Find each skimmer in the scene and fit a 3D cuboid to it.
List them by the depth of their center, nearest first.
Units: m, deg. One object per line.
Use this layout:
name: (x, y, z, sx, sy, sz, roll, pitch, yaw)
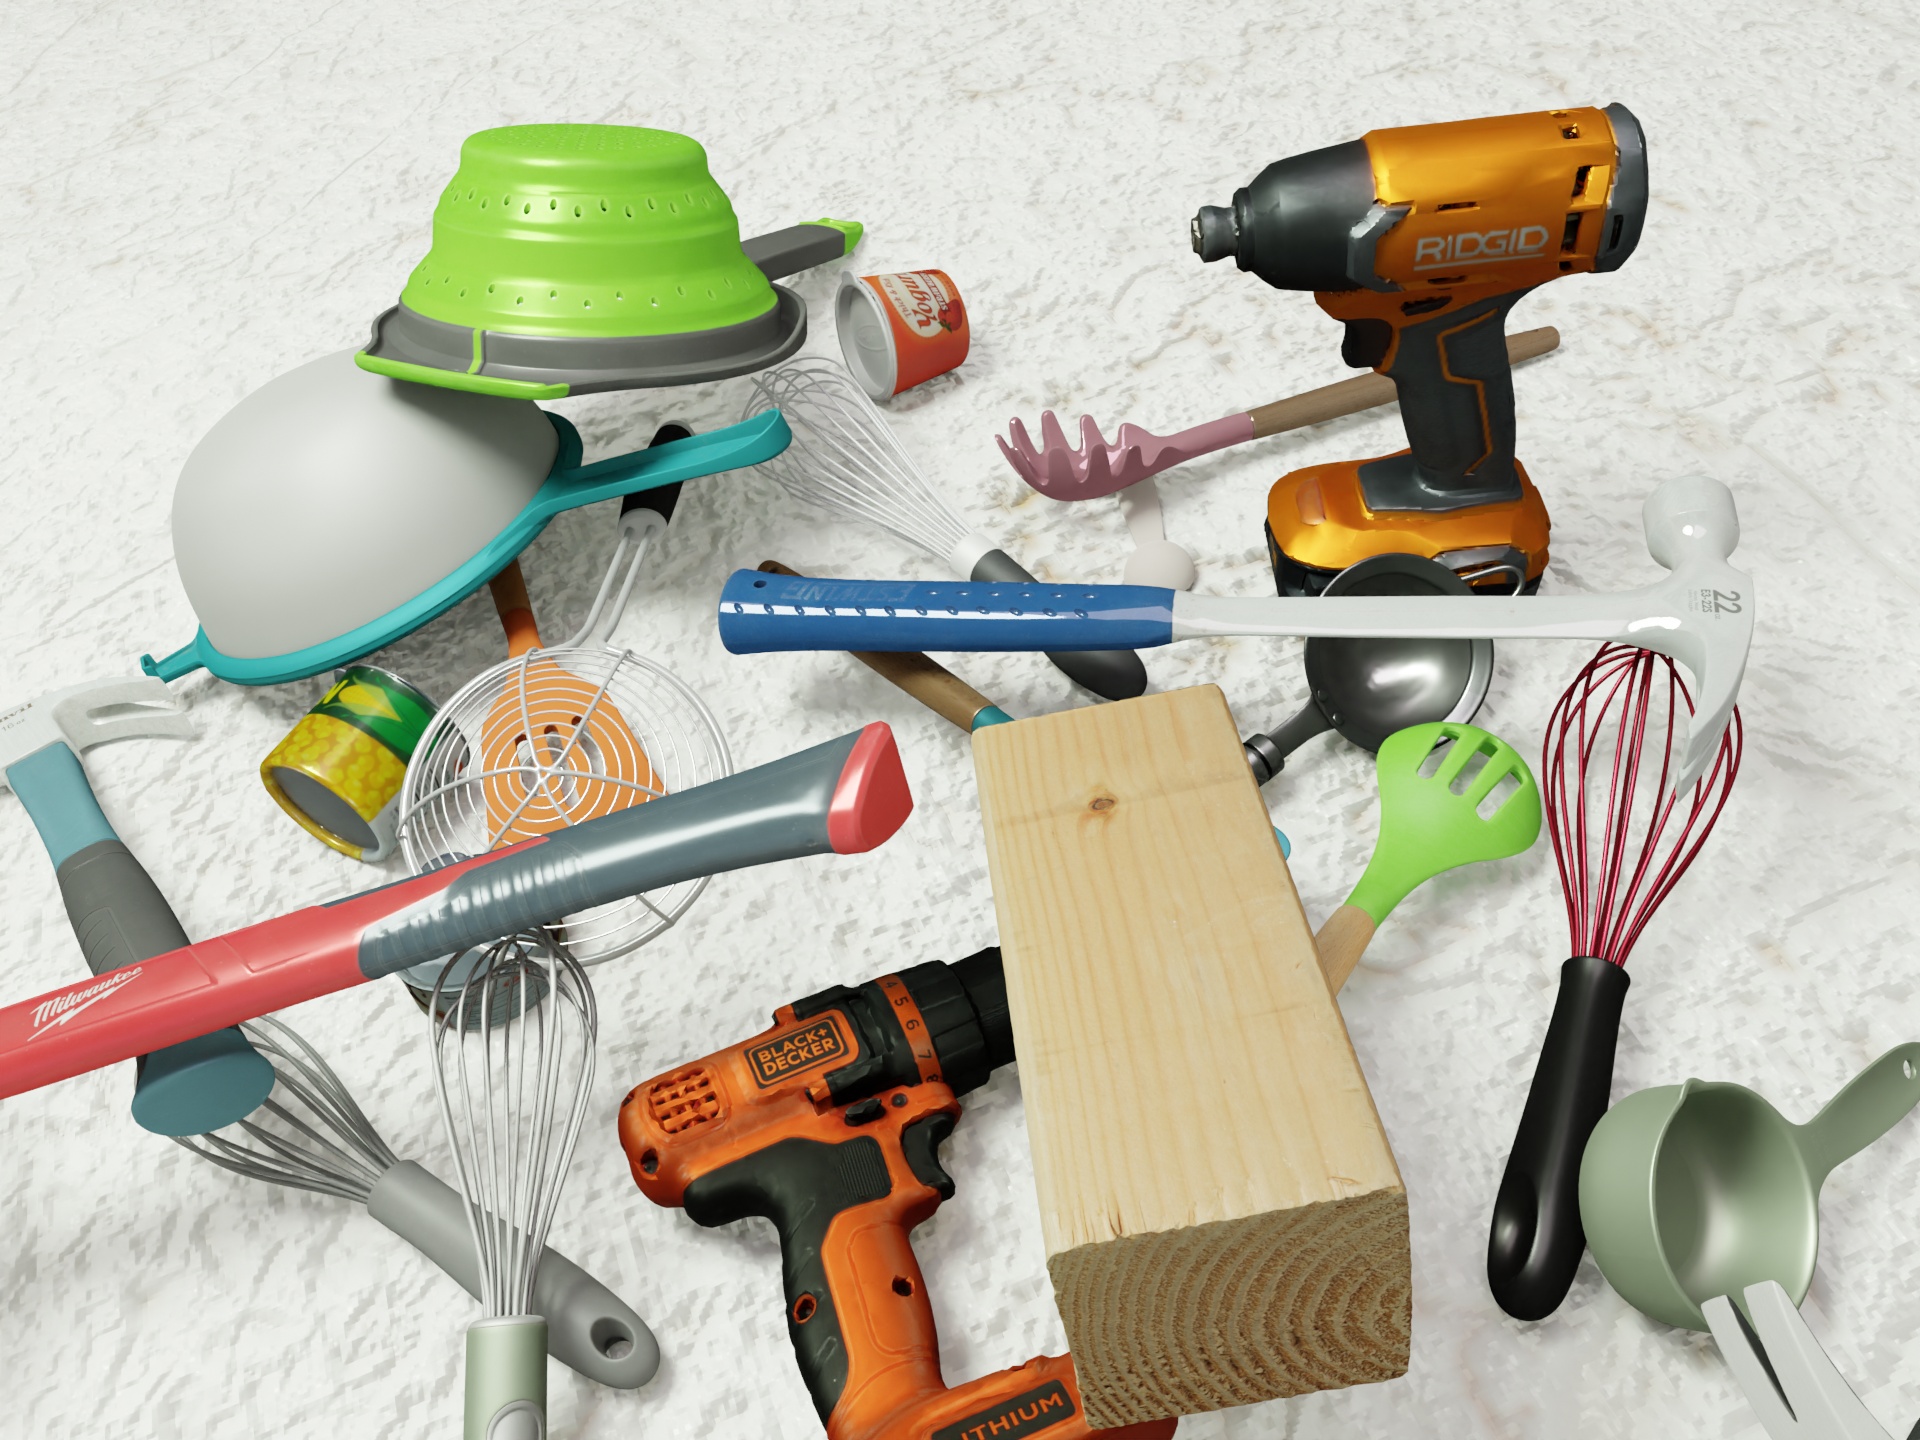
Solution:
skimmer: (-0.152, -0.036, 0.717, 0.127, 0.090, 0.364, 0, 30, -1)

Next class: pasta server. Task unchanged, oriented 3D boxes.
pasta server: (0.169, -0.163, 0.806, 0.316, 0.040, 0.060, -18, 30, -14)

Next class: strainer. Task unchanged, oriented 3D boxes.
strainer: (0.130, 0.010, 0.664, 0.258, 0.050, 0.087, -35, 96, -15)
strainer: (-0.239, -0.127, 0.733, 0.340, 0.095, 0.211, -8, 40, 27)

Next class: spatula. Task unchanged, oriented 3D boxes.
spatula: (-0.001, -0.002, 0.684, 0.082, 0.044, 0.318, -45, 45, -9)
spatula: (-0.220, -0.056, 0.784, 0.081, 0.041, 0.323, -19, 45, -11)

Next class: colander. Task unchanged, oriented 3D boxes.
colander: (-0.144, -0.260, 0.817, 0.204, 0.094, 0.397, 12, 28, 18)

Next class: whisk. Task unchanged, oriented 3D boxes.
whisk: (-0.143, 0.183, 0.504, 0.057, 0.059, 0.247, 12, 62, -36)
whisk: (-0.203, 0.169, 0.564, 0.239, 0.055, 0.055, 25, 56, 21)
whisk: (0.235, 0.076, 0.581, 0.073, 0.073, 0.296, 15, 57, 20)
whisk: (-0.012, -0.096, 0.769, 0.070, 0.070, 0.285, -36, 58, -22)

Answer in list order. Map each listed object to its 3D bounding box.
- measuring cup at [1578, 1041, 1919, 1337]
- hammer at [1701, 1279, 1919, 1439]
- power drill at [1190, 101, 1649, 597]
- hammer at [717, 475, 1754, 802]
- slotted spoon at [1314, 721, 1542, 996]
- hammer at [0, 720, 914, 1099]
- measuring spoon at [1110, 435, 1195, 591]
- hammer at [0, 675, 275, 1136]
measuring cup: (0.267, 0.142, 0.527, 0.167, 0.038, 0.083, -17, 86, -32)
hammer: (0.363, 0.136, 0.505, 0.146, 0.035, 0.335, 42, 59, 13)
power drill: (0.178, -0.139, 0.664, 0.164, 0.226, 0.084, -4, 48, 4)
hammer: (0.096, -0.038, 0.635, 0.405, 0.035, 0.144, 1, 47, 15)
slotted spoon: (0.132, 0.088, 0.566, 0.070, 0.031, 0.314, 35, 52, 17)
hammer: (-0.206, 0.065, 0.534, 0.386, 0.038, 0.143, -18, 36, -2)
measuring spoon: (0.090, -0.108, 0.788, 0.034, 0.018, 0.124, -9, 47, 0)
hammer: (-0.348, 0.066, 0.643, 0.128, 0.033, 0.331, -34, 41, -23)
